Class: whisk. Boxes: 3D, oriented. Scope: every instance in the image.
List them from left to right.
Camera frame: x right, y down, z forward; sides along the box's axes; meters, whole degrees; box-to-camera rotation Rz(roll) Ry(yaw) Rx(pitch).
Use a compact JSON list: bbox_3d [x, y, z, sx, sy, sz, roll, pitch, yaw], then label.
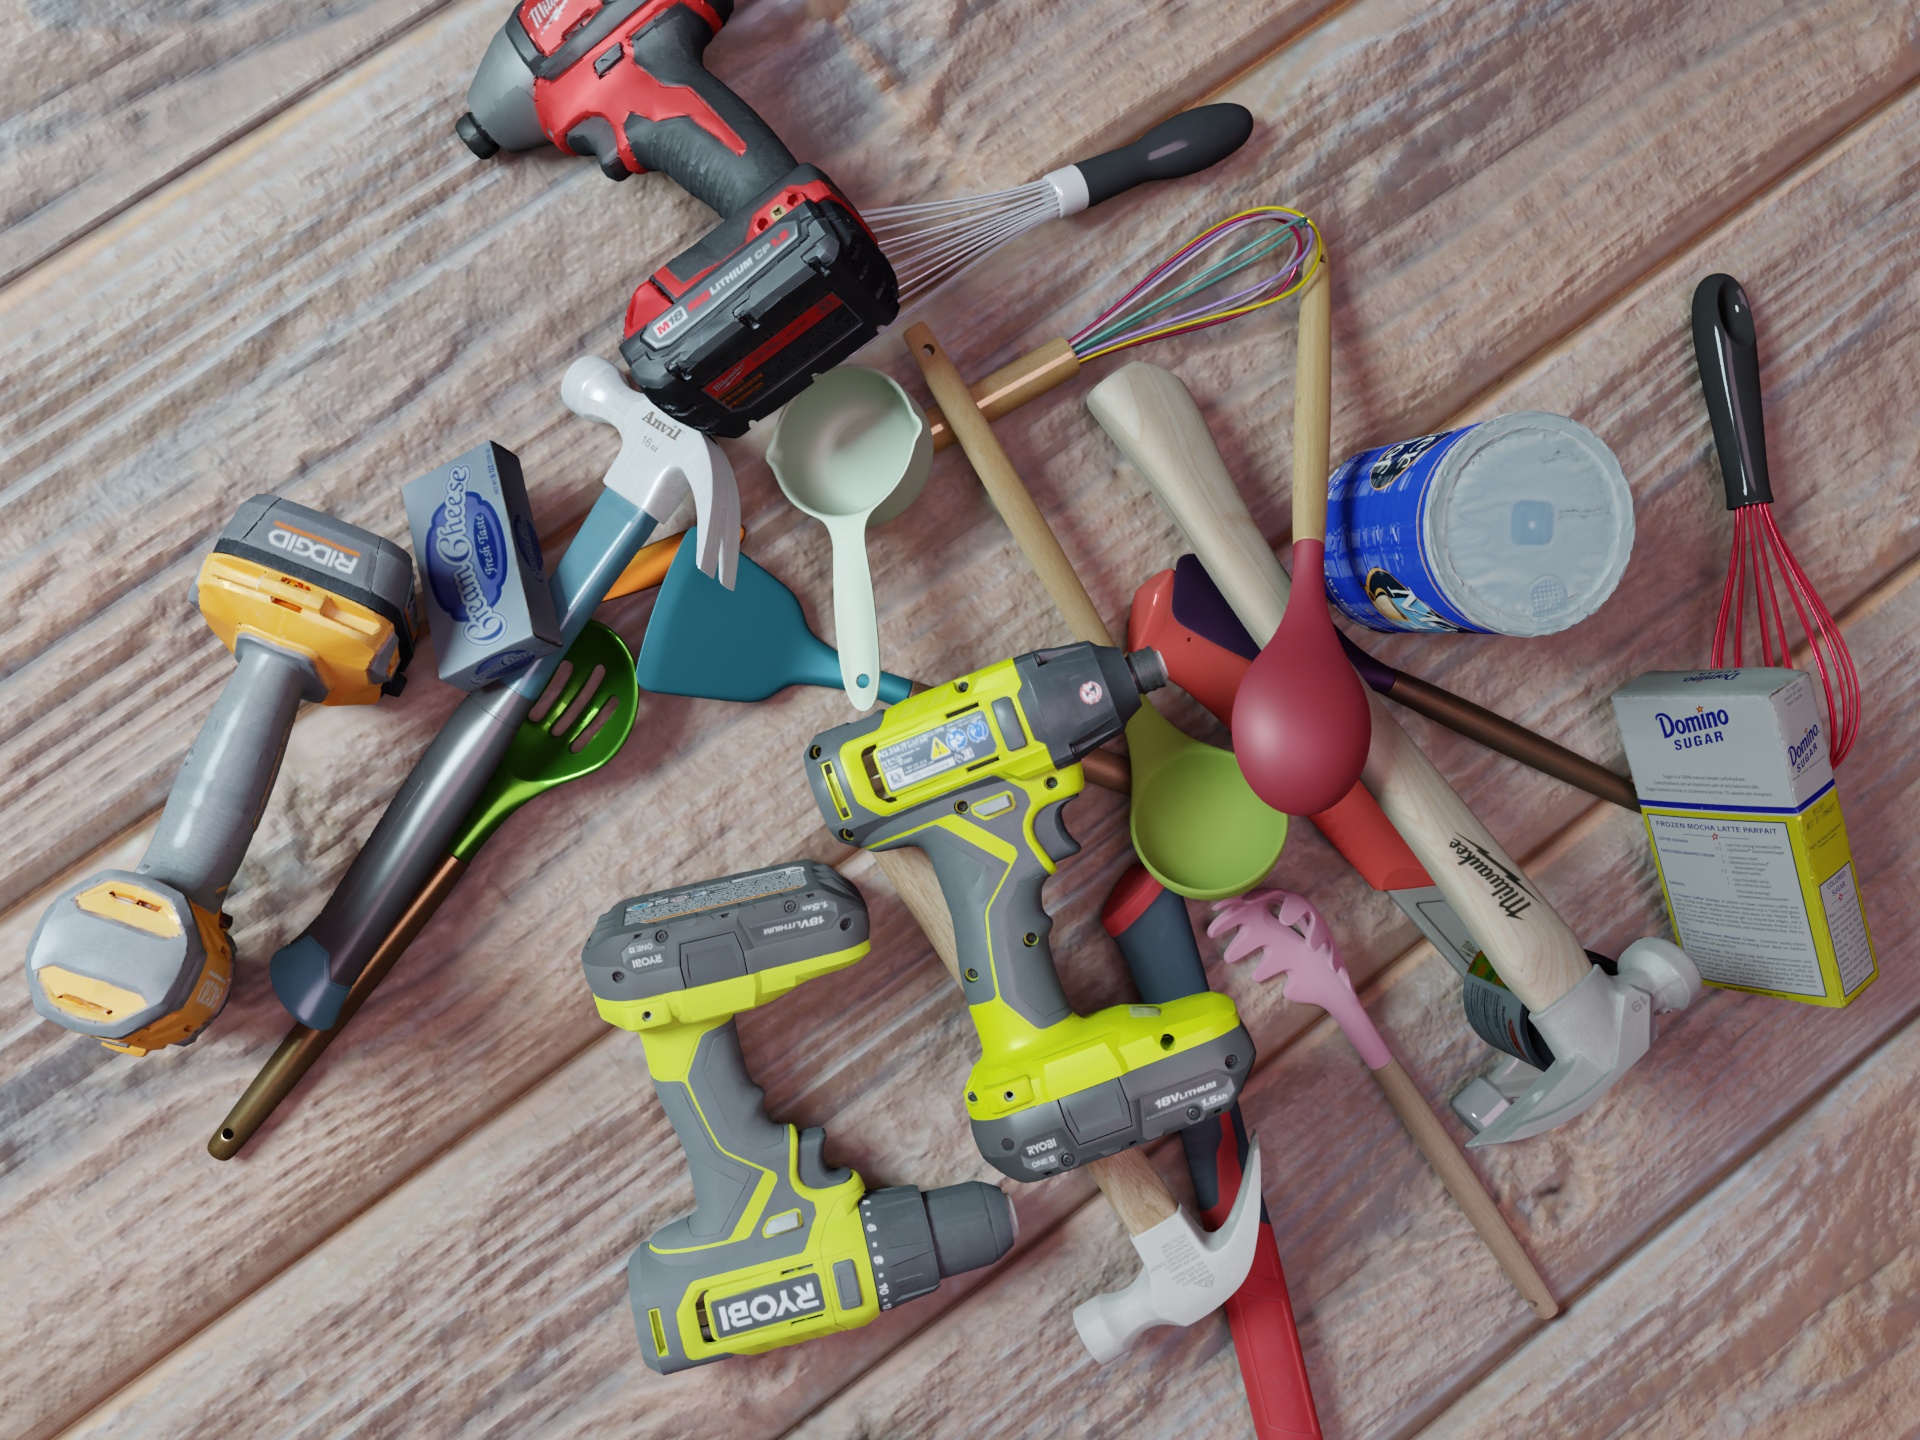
[{"bbox_3d":[0.023,-0.249,0.784,0.284,0.070,0.070,-26,98,-13],"label":"whisk"},{"bbox_3d":[0.076,-0.192,0.801,0.245,0.051,0.047,-30,104,-4],"label":"whisk"},{"bbox_3d":[0.434,-0.098,0.866,0.073,0.073,0.296,-8,88,-10],"label":"whisk"}]

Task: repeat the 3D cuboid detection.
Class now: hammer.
[{"bbox_3d":[-0.216,-0.006,0.737,0.128,0.033,0.331,33,89,24],"label":"hammer"},{"bbox_3d":[0.037,0.155,0.798,0.130,0.031,0.331,-33,91,8],"label":"hammer"},{"bbox_3d":[0.160,0.257,0.845,0.143,0.038,0.386,-16,96,-10],"label":"hammer"},{"bbox_3d":[0.184,0.003,0.767,0.146,0.038,0.411,-32,82,-26],"label":"hammer"},{"bbox_3d":[0.224,0.054,0.845,0.149,0.037,0.359,-44,100,-5],"label":"hammer"}]

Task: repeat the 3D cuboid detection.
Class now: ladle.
[{"bbox_3d":[0.060,-0.053,0.776,0.078,0.062,0.320,-32,98,-6],"label":"ladle"},{"bbox_3d":[0.170,-0.106,0.770,0.069,0.031,0.316,12,66,-13],"label":"ladle"}]

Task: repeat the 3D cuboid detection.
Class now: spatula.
[{"bbox_3d":[-0.001,-0.003,0.797,0.317,0.044,0.082,20,84,-12],"label":"spatula"},{"bbox_3d":[0.246,-0.013,0.839,0.315,0.018,0.060,23,56,-17],"label":"spatula"}]

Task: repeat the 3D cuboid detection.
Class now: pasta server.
[{"bbox_3d":[0.237,0.209,0.857,0.040,0.060,0.316,-44,105,-37],"label":"pasta server"}]

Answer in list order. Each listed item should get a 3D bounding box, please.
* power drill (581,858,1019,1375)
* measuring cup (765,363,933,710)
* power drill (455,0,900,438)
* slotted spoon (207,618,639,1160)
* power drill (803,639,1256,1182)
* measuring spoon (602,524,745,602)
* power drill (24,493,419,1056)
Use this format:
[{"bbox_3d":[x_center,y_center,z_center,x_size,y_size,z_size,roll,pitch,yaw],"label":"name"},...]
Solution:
[{"bbox_3d":[-0.080,0.191,0.778,0.190,0.080,0.228,-12,98,-8],"label":"power drill"},{"bbox_3d":[-0.046,-0.086,0.764,0.083,0.038,0.168,-8,82,21],"label":"measuring cup"},{"bbox_3d":[-0.134,-0.244,0.710,0.143,0.078,0.220,-34,74,11],"label":"power drill"},{"bbox_3d":[-0.259,0.083,0.763,0.070,0.031,0.314,38,89,7],"label":"slotted spoon"},{"bbox_3d":[0.045,0.082,0.740,0.171,0.080,0.223,-21,88,4],"label":"power drill"},{"bbox_3d":[-0.160,-0.073,0.779,0.117,0.011,0.021,-23,97,-8],"label":"measuring spoon"},{"bbox_3d":[-0.316,0.036,0.696,0.084,0.185,0.226,22,70,-11],"label":"power drill"}]
